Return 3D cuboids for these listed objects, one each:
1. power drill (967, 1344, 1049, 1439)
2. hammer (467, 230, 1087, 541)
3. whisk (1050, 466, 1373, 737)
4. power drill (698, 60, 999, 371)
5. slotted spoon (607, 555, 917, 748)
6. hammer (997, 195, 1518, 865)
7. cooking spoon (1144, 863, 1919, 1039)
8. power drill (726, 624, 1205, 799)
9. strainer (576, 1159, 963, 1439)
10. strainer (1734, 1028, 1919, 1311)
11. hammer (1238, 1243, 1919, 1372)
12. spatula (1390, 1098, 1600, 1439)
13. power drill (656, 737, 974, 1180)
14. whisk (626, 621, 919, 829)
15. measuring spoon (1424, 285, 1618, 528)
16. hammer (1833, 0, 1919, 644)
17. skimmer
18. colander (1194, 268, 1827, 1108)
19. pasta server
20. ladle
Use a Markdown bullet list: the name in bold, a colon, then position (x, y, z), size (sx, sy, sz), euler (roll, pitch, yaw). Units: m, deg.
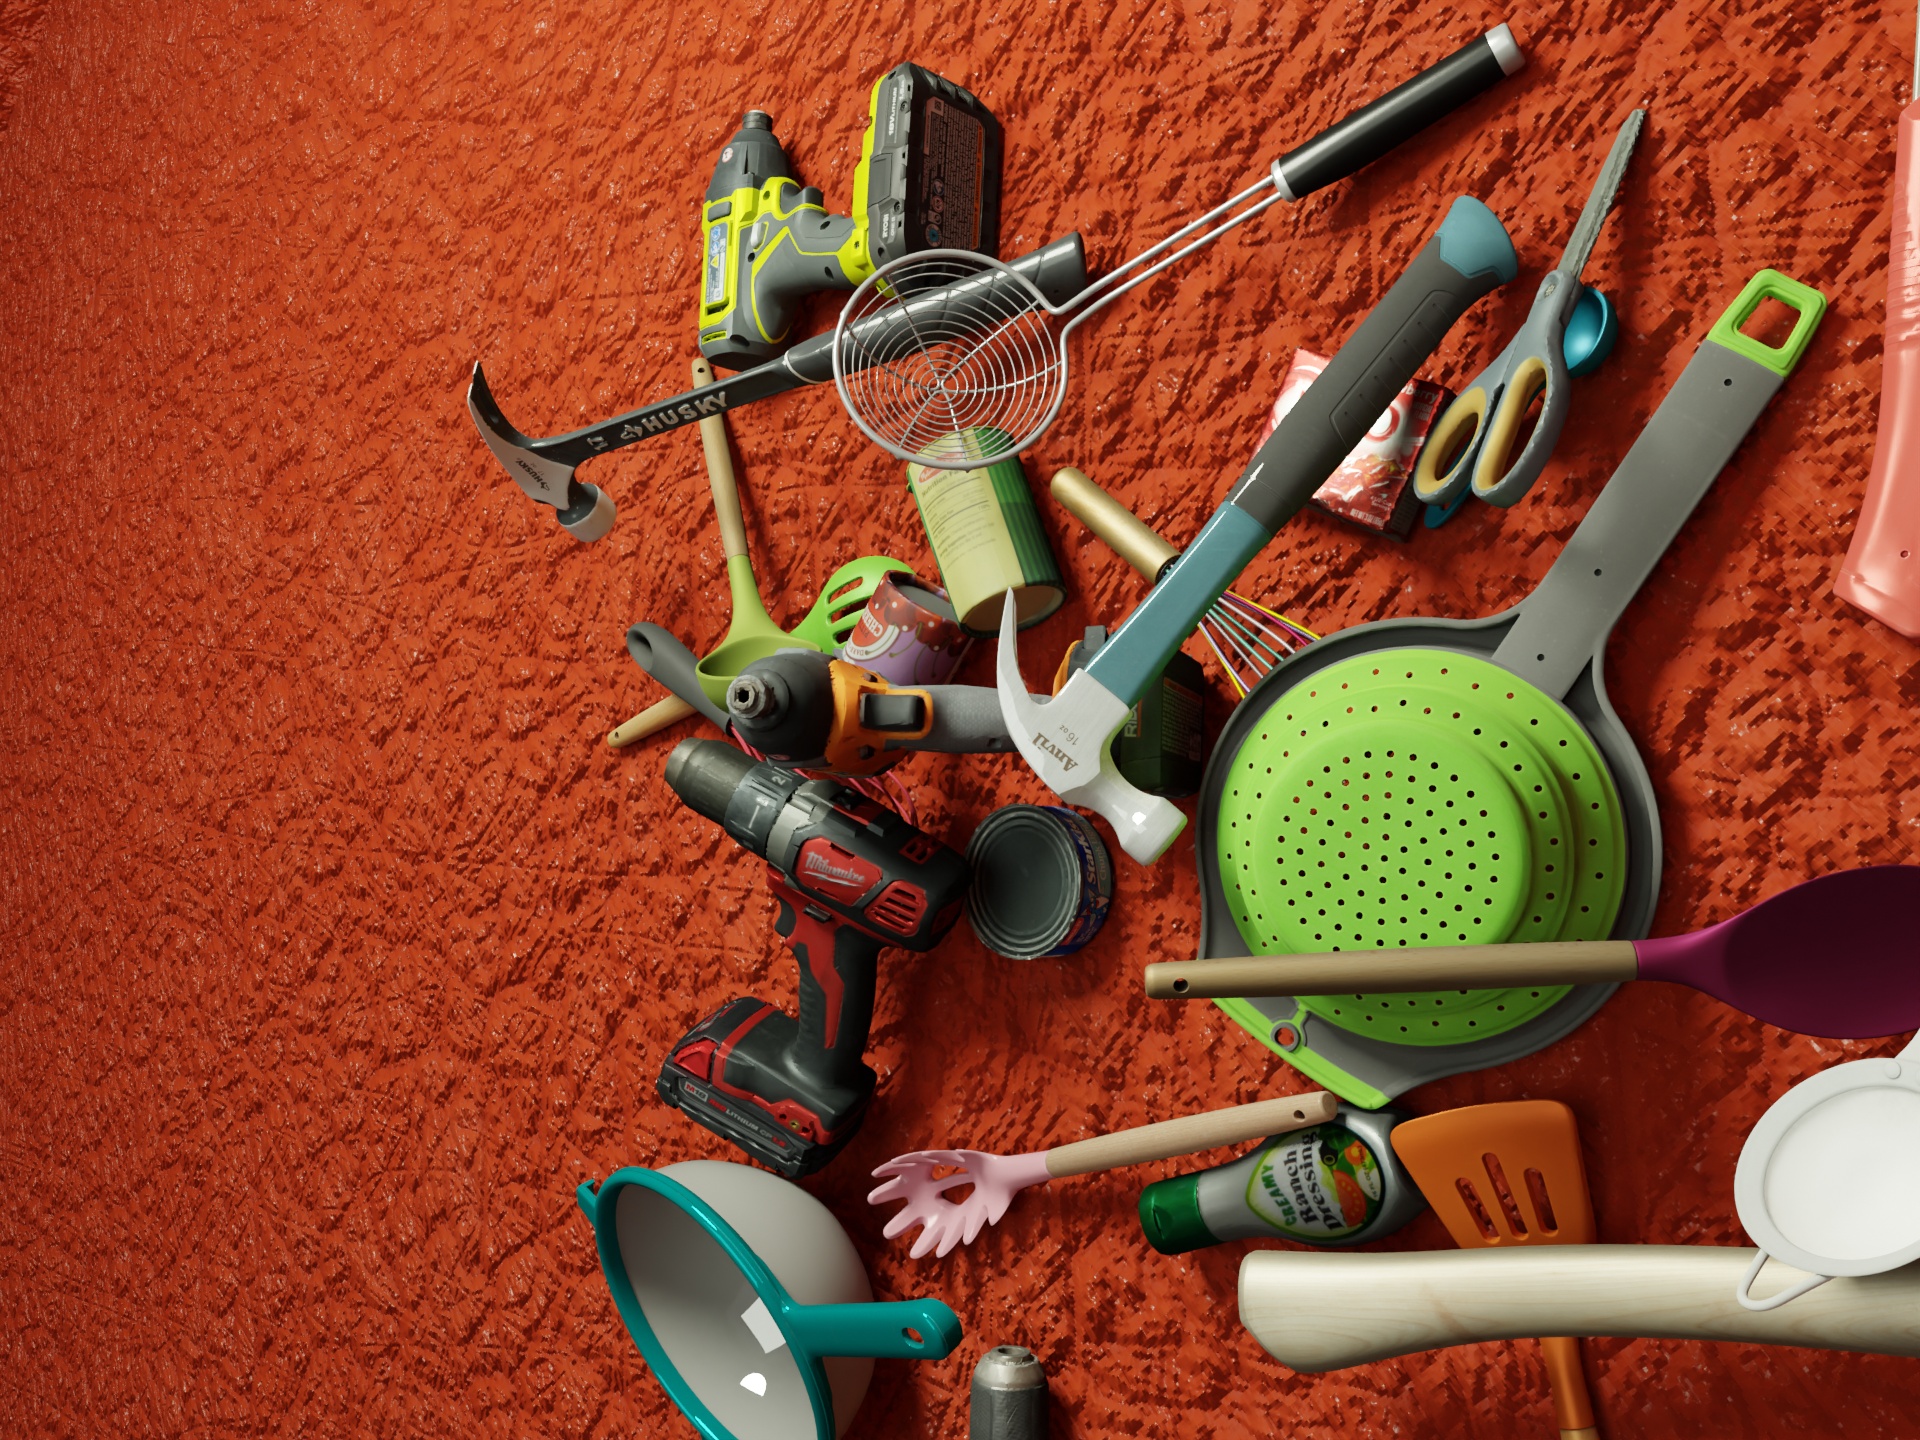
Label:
- **power drill**: position (0.081, 0.424, 0.787), size (0.226, 0.084, 0.185), euler (-6, 80, 46)
- **hammer**: position (-0.112, -0.213, 0.962), size (0.409, 0.149, 0.036), euler (-14, 55, 22)
- **whisk**: position (0.120, -0.063, 0.825), size (0.245, 0.051, 0.047), euler (47, 122, 38)
- **power drill**: position (-0.083, -0.325, 1.012), size (0.223, 0.080, 0.171), euler (0, 85, 45)
- **slotted spoon**: position (-0.144, -0.032, 1.067), size (0.314, 0.031, 0.070), euler (-23, 74, 39)
- **hammer**: position (0.140, -0.100, 0.722), size (0.128, 0.033, 0.331), euler (39, 87, 9)
- **cooking spoon**: position (0.231, 0.093, 0.610), size (0.319, 0.017, 0.068), euler (-4, 102, 6)
- **power drill**: position (-0.001, -0.003, 0.809), size (0.226, 0.164, 0.084), euler (1, 85, 20)
- **strainer**: position (-0.081, 0.320, 0.897), size (0.340, 0.095, 0.211), euler (-26, 91, 49)
- **strainer**: position (0.349, 0.102, 0.557), size (0.258, 0.050, 0.087), euler (-57, 18, -9)
- **hammer**: position (0.299, 0.209, 0.605), size (0.411, 0.038, 0.146), euler (-12, 76, 32)
- **spatula**: position (0.260, 0.321, 0.660), size (0.081, 0.041, 0.323), euler (-19, 74, 31)
- **power drill**: position (-0.107, 0.131, 0.922), size (0.188, 0.080, 0.226), euler (27, 116, 15)
- **whisk**: position (-0.130, 0.012, 1.014), size (0.296, 0.073, 0.073), euler (37, 110, 35)
- **measuring spoon**: position (0.258, -0.138, 0.729), size (0.128, 0.021, 0.042), euler (-59, 29, 31)
- **hammer**: position (0.385, -0.208, 0.603), size (0.149, 0.036, 0.359), euler (3, 89, 36)
- **skimmer**: position (0.100, -0.244, 0.800), size (0.363, 0.090, 0.127), euler (-25, 80, 28)
- **colander**: position (0.229, -0.013, 0.661), size (0.205, 0.094, 0.397), euler (35, 103, 20)
- **pasta server**: position (0.063, 0.230, 0.824), size (0.316, 0.040, 0.060), euler (-28, 86, 44)
- **ladle**: position (-0.150, -0.132, 1.039), size (0.062, 0.078, 0.320), euler (92, 165, -56)
